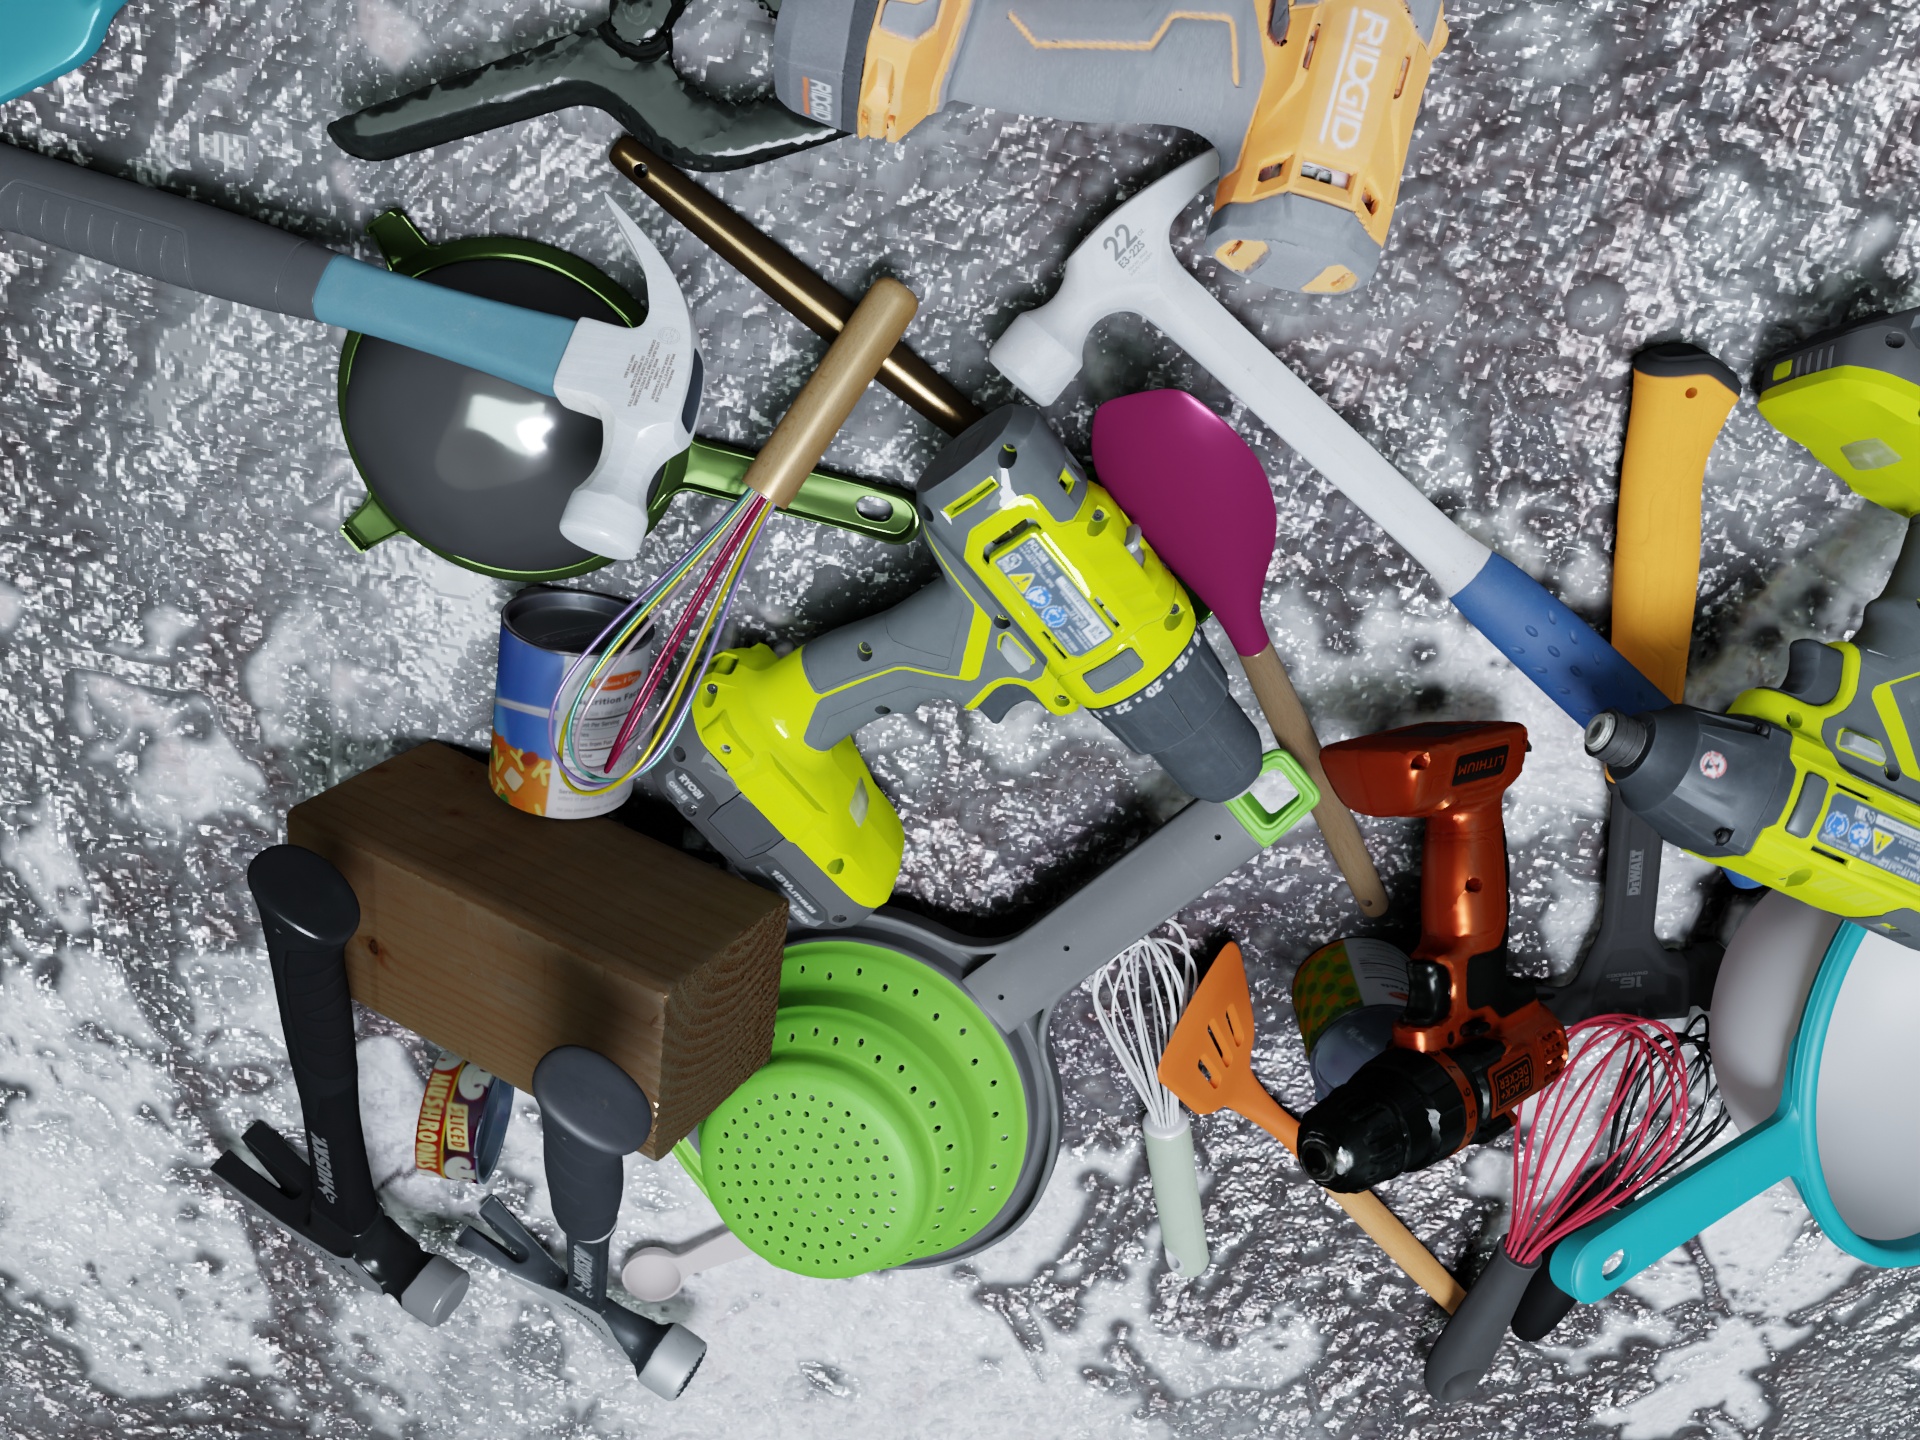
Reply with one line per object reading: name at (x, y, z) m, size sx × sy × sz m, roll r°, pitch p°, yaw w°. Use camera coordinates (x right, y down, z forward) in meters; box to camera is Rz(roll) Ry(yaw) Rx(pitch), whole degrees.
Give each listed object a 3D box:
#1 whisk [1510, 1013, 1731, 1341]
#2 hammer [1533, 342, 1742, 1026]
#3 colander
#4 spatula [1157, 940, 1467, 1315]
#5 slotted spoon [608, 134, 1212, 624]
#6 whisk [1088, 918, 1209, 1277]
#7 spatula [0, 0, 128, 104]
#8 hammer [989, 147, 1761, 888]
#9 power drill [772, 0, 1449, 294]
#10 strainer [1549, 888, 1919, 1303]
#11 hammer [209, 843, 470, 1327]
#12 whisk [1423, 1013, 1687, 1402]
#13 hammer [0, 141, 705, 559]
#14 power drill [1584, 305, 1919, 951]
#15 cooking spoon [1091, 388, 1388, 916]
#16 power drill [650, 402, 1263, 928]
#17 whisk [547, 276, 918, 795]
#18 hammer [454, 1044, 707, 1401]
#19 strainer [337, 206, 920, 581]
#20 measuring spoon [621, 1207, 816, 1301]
whisk at (0.349, 0.252, 0.852) m, size 0.055 × 0.055 × 0.238 m, roll 13°, pitch 120°, yaw -6°
hammer at (0.306, -0.003, 0.731) m, size 0.127 × 0.034 × 0.336 m, roll -5°, pitch 116°, yaw 2°
colander at (0.000, 0.149, 0.737) m, size 0.397 × 0.094 × 0.204 m, roll -40°, pitch 91°, yaw 22°
spatula at (0.203, 0.242, 0.845) m, size 0.322 × 0.041 × 0.081 m, roll 46°, pitch 63°, yaw -23°
slotted spoon at (-0.014, -0.141, 0.671) m, size 0.313 × 0.031 × 0.070 m, roll 36°, pitch 111°, yaw -14°
whisk at (0.106, 0.202, 0.828) m, size 0.059 × 0.058 × 0.246 m, roll -26°, pitch 123°, yaw -22°
spatula at (-0.260, -0.289, 0.568) m, size 0.317 × 0.044 × 0.082 m, roll -7°, pitch 106°, yaw 20°
hammer at (0.210, -0.073, 0.665) m, size 0.405 × 0.035 × 0.144 m, roll 40°, pitch 103°, yaw -10°
power drill at (0.064, -0.270, 0.564) m, size 0.226 × 0.084 × 0.185 m, roll 15°, pitch 90°, yaw -5°
strainer at (0.370, 0.160, 0.726) m, size 0.340 × 0.095 × 0.211 m, roll -21°, pitch 108°, yaw -22°
hammer at (-0.299, 0.170, 0.741) m, size 0.146 × 0.035 × 0.334 m, roll 28°, pitch 136°, yaw 11°
whisk at (0.299, 0.264, 0.827) m, size 0.073 × 0.073 × 0.295 m, roll 9°, pitch 123°, yaw -4°
hammer at (-0.253, -0.168, 0.609) m, size 0.331 × 0.033 × 0.128 m, roll 18°, pitch 77°, yaw 7°
power drill at (0.356, -0.040, 0.633) m, size 0.171 × 0.080 × 0.223 m, roll 23°, pitch 86°, yaw -8°
cooking spoon at (0.137, -0.015, 0.696) m, size 0.069 × 0.017 × 0.318 m, roll -6°, pitch 134°, yaw 33°
power drill at (-0.001, -0.002, 0.687) m, size 0.228 × 0.080 × 0.190 m, roll -31°, pitch 112°, yaw 25°
whisk at (-0.089, -0.071, 0.645) m, size 0.051 × 0.047 × 0.245 m, roll 33°, pitch 95°, yaw -25°
hammer at (-0.173, 0.227, 0.724) m, size 0.149 × 0.036 × 0.408 m, roll 32°, pitch 148°, yaw 7°
strainer at (-0.142, -0.106, 0.664) m, size 0.256 × 0.069 × 0.151 m, roll 14°, pitch 115°, yaw -4°
measuring spoon at (-0.132, 0.291, 0.893) m, size 0.124 × 0.018 × 0.034 m, roll -23°, pitch 114°, yaw 4°
